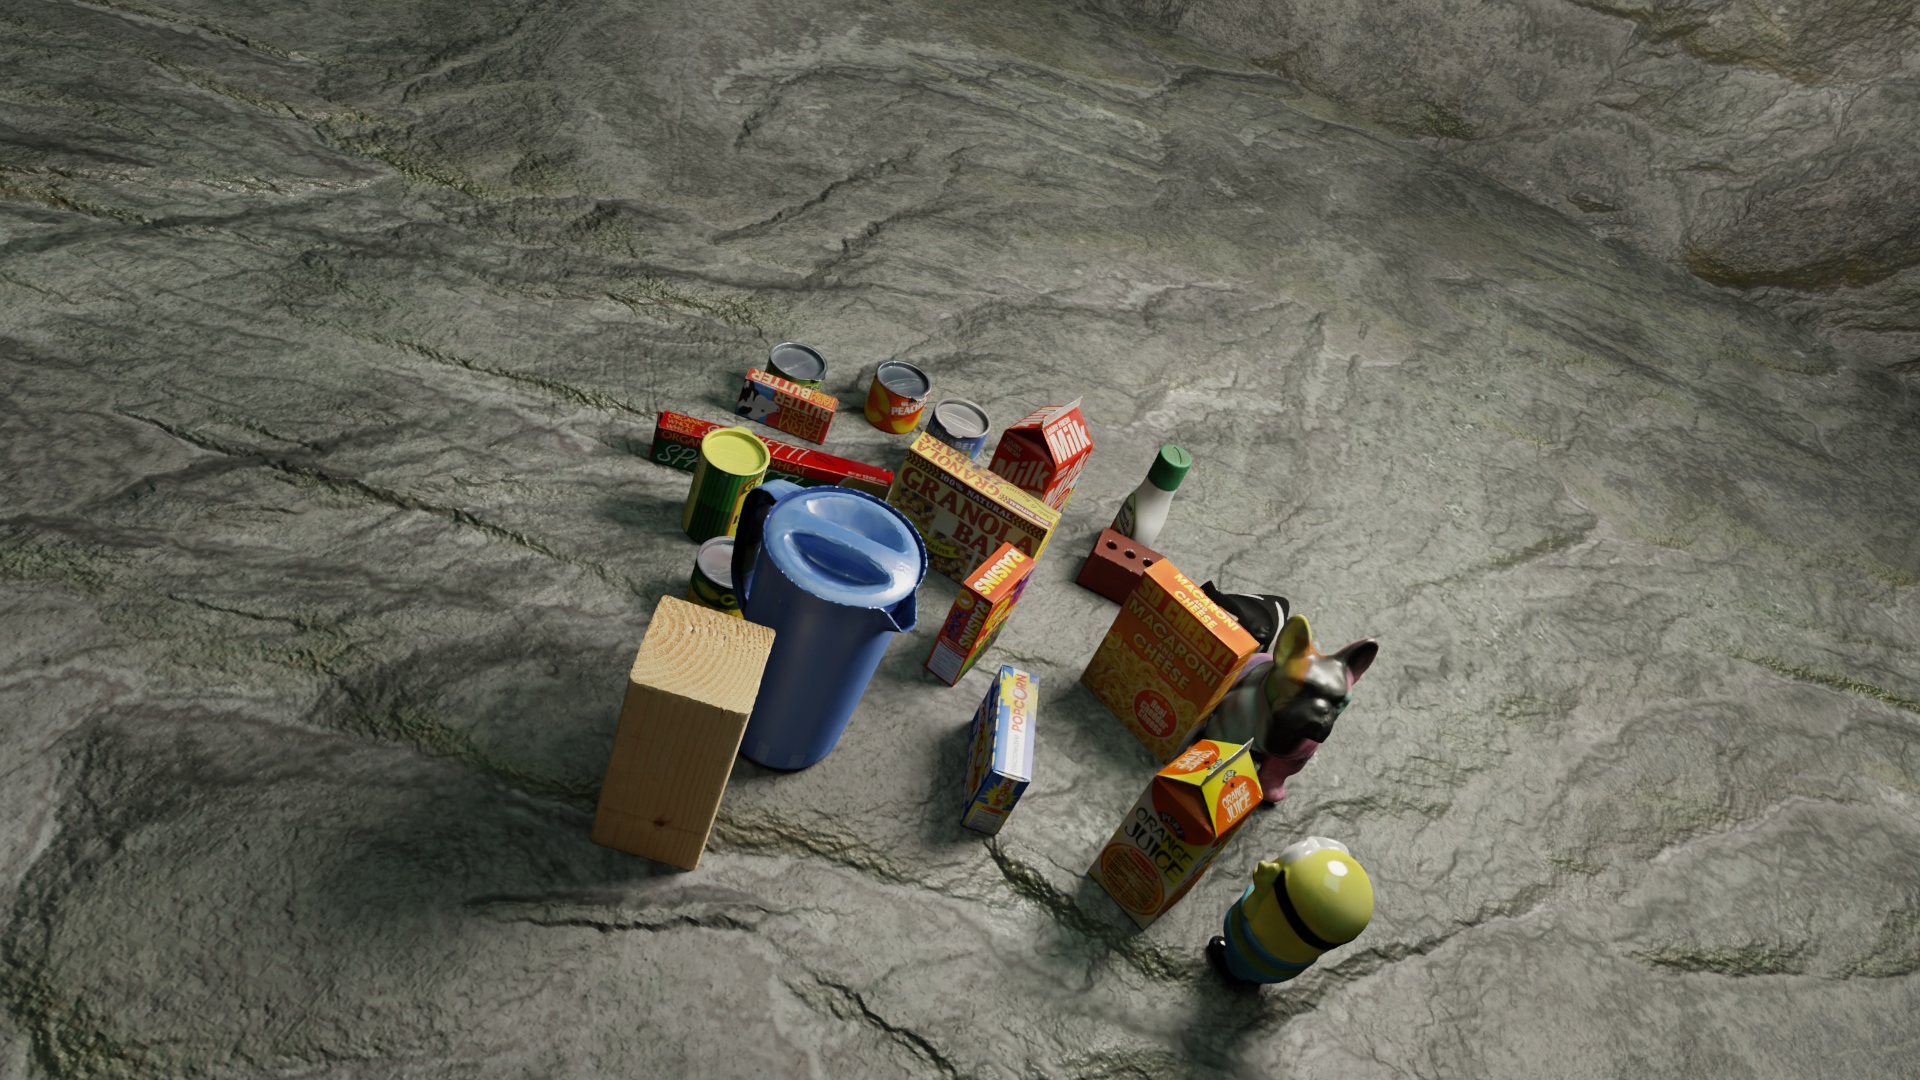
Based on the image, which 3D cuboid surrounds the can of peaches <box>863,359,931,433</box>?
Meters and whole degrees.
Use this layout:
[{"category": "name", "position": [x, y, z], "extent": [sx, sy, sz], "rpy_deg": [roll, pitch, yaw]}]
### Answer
[{"category": "can of peaches", "position": [-0.072, -0.163, 1.592], "extent": [0.071, 0.057, 0.071], "rpy_deg": [14, 41, -12]}]

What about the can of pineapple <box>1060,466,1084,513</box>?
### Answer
[{"category": "can of pineapple", "position": [0.099, -0.067, 1.572], "extent": [0.071, 0.057, 0.071], "rpy_deg": [14, 41, -12]}]

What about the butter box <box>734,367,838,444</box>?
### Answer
[{"category": "butter box", "position": [-0.190, -0.147, 1.521], "extent": [0.103, 0.052, 0.024], "rpy_deg": [20, 40, -5]}]

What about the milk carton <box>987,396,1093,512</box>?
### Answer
[{"category": "milk carton", "position": [0.075, -0.069, 1.462], "extent": [0.073, 0.189, 0.073], "rpy_deg": [39, 42, 17]}]

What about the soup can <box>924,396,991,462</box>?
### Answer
[{"category": "soup can", "position": [-0.011, -0.105, 1.540], "extent": [0.071, 0.083, 0.072], "rpy_deg": [14, 41, -12]}]

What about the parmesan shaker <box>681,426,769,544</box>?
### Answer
[{"category": "parmesan shaker", "position": [-0.230, -0.052, 1.362], "extent": [0.071, 0.102, 0.072], "rpy_deg": [14, 41, -12]}]

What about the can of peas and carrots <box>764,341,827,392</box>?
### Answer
[{"category": "can of peas and carrots", "position": [-0.186, -0.178, 1.553], "extent": [0.071, 0.058, 0.071], "rpy_deg": [14, 41, -12]}]

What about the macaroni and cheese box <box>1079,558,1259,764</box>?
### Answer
[{"category": "macaroni and cheese box", "position": [0.198, 0.117, 1.339], "extent": [0.040, 0.165, 0.124], "rpy_deg": [-25, 60, -42]}]

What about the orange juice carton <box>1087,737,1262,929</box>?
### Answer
[{"category": "orange juice carton", "position": [0.189, 0.240, 1.182], "extent": [0.072, 0.191, 0.073], "rpy_deg": [-24, 60, -42]}]

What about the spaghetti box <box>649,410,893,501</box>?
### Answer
[{"category": "spaghetti box", "position": [-0.197, -0.078, 1.447], "extent": [0.250, 0.049, 0.029], "rpy_deg": [14, 41, -12]}]

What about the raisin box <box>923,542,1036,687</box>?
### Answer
[{"category": "raisin box", "position": [0.019, 0.071, 1.334], "extent": [0.040, 0.122, 0.086], "rpy_deg": [35, 41, 12]}]

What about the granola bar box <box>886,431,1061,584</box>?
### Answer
[{"category": "granola bar box", "position": [0.005, -0.018, 1.423], "extent": [0.166, 0.123, 0.039], "rpy_deg": [31, 41, 8]}]

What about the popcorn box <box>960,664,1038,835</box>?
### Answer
[{"category": "popcorn box", "position": [0.035, 0.187, 1.247], "extent": [0.038, 0.084, 0.127], "rpy_deg": [18, 41, -8]}]

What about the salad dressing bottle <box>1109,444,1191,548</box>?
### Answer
[{"category": "salad dressing bottle", "position": [0.208, -0.041, 1.528], "extent": [0.044, 0.146, 0.064], "rpy_deg": [11, 42, -16]}]

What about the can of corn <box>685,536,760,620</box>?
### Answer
[{"category": "can of corn", "position": [-0.218, 0.041, 1.301], "extent": [0.071, 0.058, 0.071], "rpy_deg": [14, 41, -12]}]
